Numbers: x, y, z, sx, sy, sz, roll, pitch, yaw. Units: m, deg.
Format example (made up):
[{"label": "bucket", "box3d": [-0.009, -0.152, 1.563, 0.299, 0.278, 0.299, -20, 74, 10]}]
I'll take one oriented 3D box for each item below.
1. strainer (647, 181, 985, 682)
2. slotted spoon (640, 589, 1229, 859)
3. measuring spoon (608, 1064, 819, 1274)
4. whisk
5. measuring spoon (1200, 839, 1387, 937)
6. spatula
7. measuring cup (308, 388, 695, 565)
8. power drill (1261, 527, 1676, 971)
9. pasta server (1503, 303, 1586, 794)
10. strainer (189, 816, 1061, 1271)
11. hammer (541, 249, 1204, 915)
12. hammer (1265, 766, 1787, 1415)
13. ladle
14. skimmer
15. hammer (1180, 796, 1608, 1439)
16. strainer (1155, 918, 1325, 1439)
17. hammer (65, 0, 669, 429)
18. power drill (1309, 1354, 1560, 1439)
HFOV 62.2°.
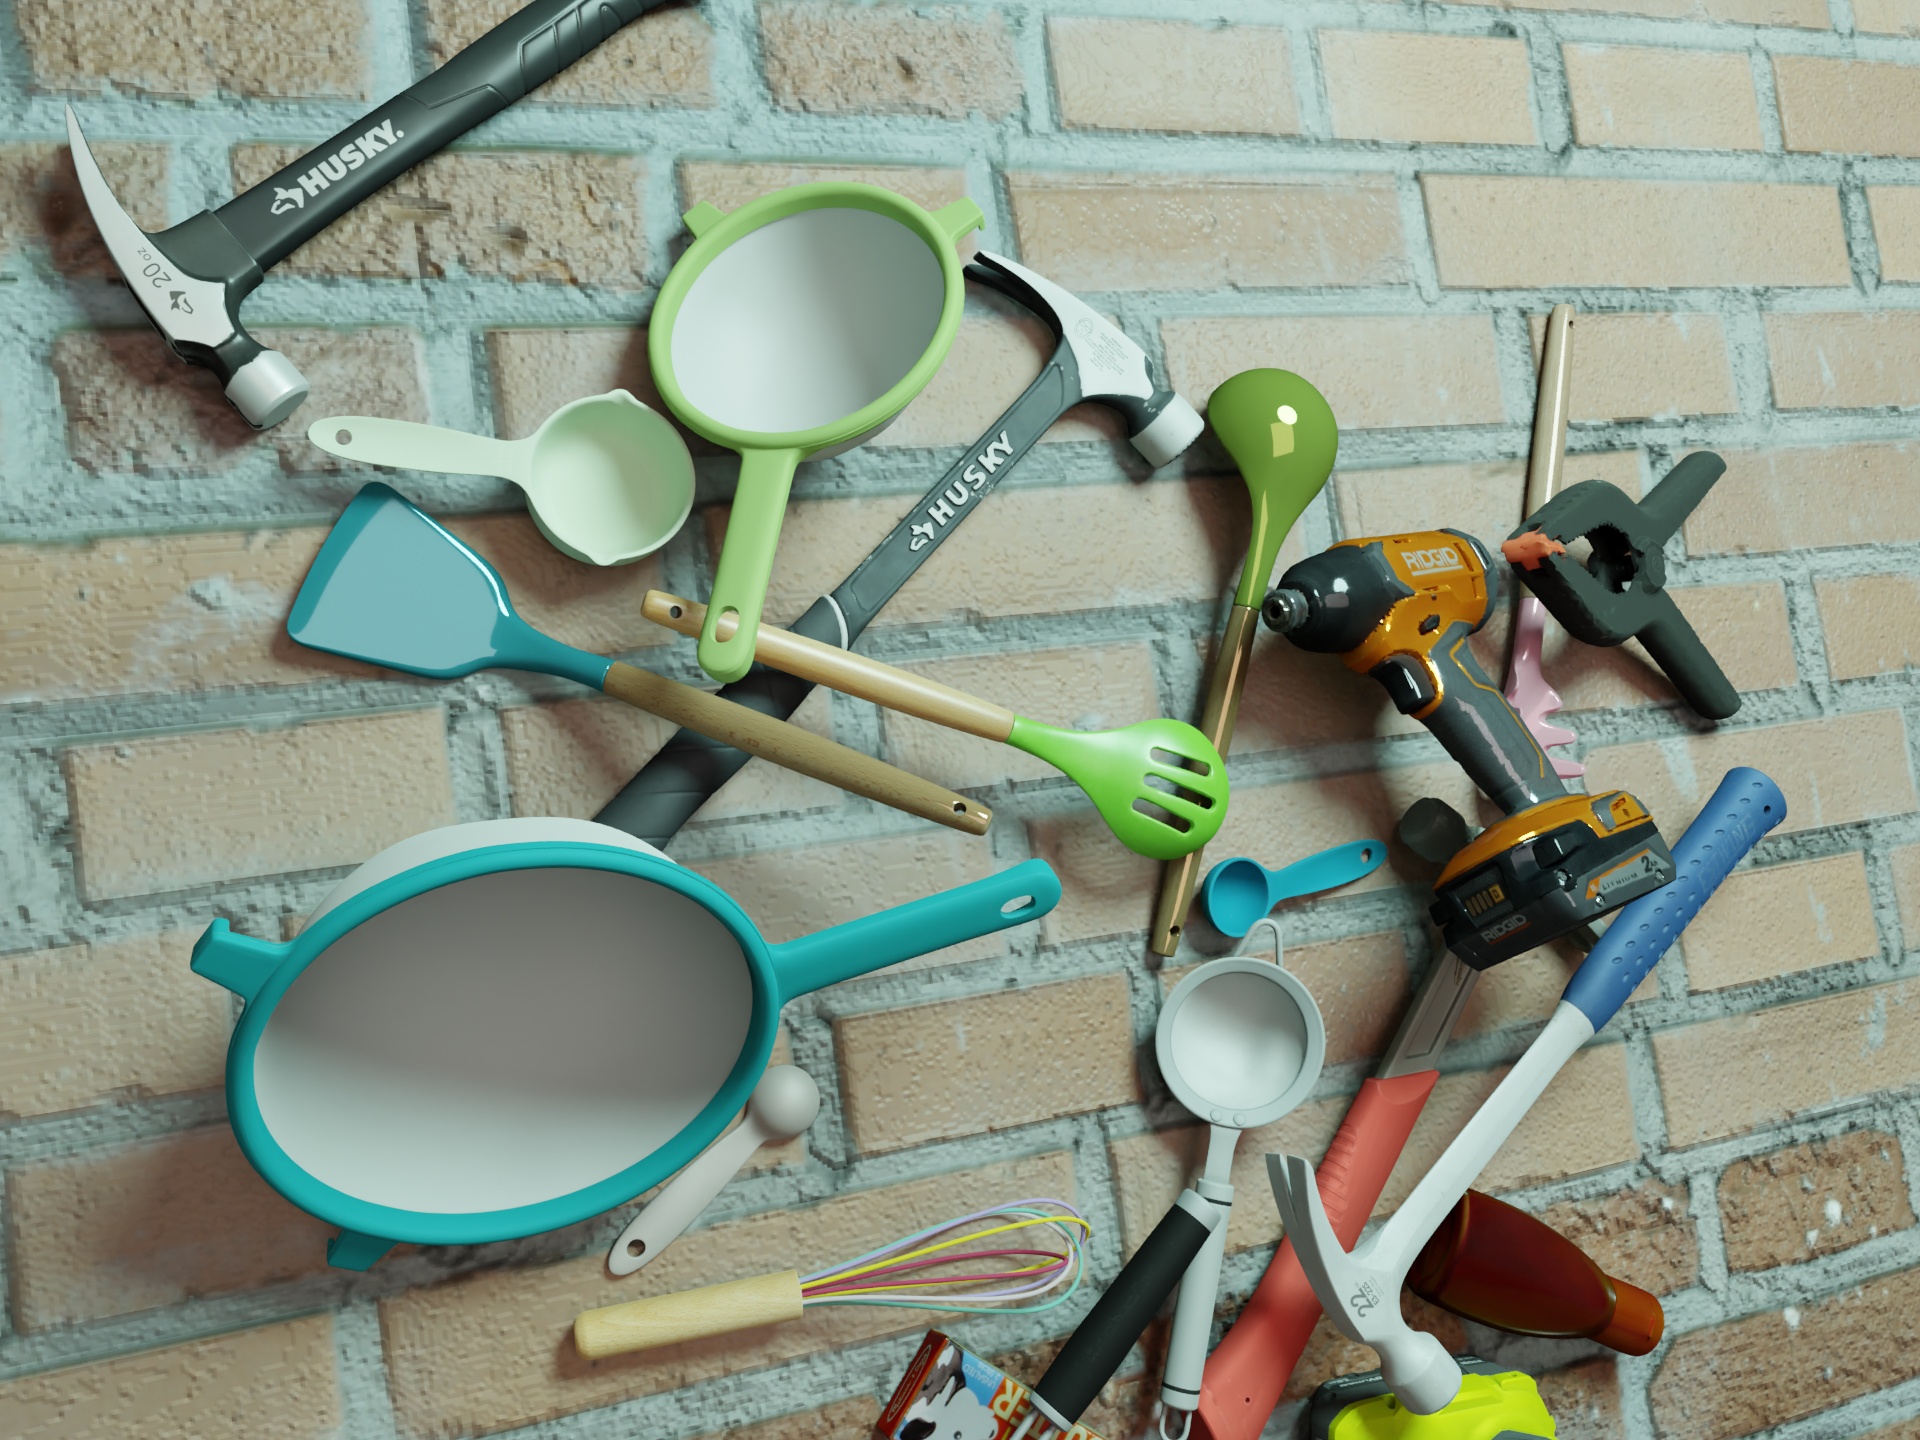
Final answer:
[{"label": "strainer", "box3d": [-0.075, -0.127, 0.733, 0.151, 0.069, 0.256, 4, 68, 15]}, {"label": "slotted spoon", "box3d": [-0.001, -0.002, 0.758, 0.313, 0.031, 0.070, 20, 85, -17]}, {"label": "measuring spoon", "box3d": [-0.113, 0.209, 0.733, 0.124, 0.018, 0.034, -43, 99, -18]}, {"label": "whisk", "box3d": [-0.054, 0.265, 0.738, 0.245, 0.047, 0.051, -6, 75, -16]}, {"label": "measuring spoon", "box3d": [0.178, 0.084, 0.856, 0.128, 0.021, 0.042, -12, 97, -30]}, {"label": "spatula", "box3d": [-0.135, -0.012, 0.707, 0.317, 0.044, 0.082, 21, 72, 5]}, {"label": "measuring cup", "box3d": [-0.207, -0.114, 0.726, 0.167, 0.038, 0.083, 7, 82, -17]}, {"label": "power drill", "box3d": [0.247, 0.006, 0.808, 0.164, 0.084, 0.227, -10, 67, -40]}, {"label": "pasta server", "box3d": [0.341, -0.096, 0.921, 0.060, 0.040, 0.316, 18, 76, -36]}, {"label": "strainer", "box3d": [-0.129, 0.094, 0.674, 0.340, 0.095, 0.210, -15, 128, -16]}, {"label": "hammer", "box3d": [-0.052, -0.064, 0.777, 0.149, 0.036, 0.409, 45, 72, -9]}, {"label": "hammer", "box3d": [0.319, 0.161, 0.844, 0.405, 0.035, 0.144, -41, 99, -23]}, {"label": "ladle", "box3d": [0.138, -0.034, 0.845, 0.078, 0.062, 0.320, 16, 86, -27]}, {"label": "skimmer", "box3d": [0.004, 0.355, 0.693, 0.127, 0.090, 0.363, 38, 74, 12]}, {"label": "hammer", "box3d": [0.225, 0.226, 0.843, 0.149, 0.037, 0.359, 36, 73, -14]}, {"label": "strainer", "box3d": [0.127, 0.228, 0.798, 0.087, 0.050, 0.258, 12, 78, -1]}, {"label": "hammer", "box3d": [-0.240, -0.289, 0.733, 0.335, 0.035, 0.146, -44, 100, -19]}, {"label": "power drill", "box3d": [0.267, 0.371, 0.742, 0.171, 0.223, 0.080, 0, 84, -20]}]
